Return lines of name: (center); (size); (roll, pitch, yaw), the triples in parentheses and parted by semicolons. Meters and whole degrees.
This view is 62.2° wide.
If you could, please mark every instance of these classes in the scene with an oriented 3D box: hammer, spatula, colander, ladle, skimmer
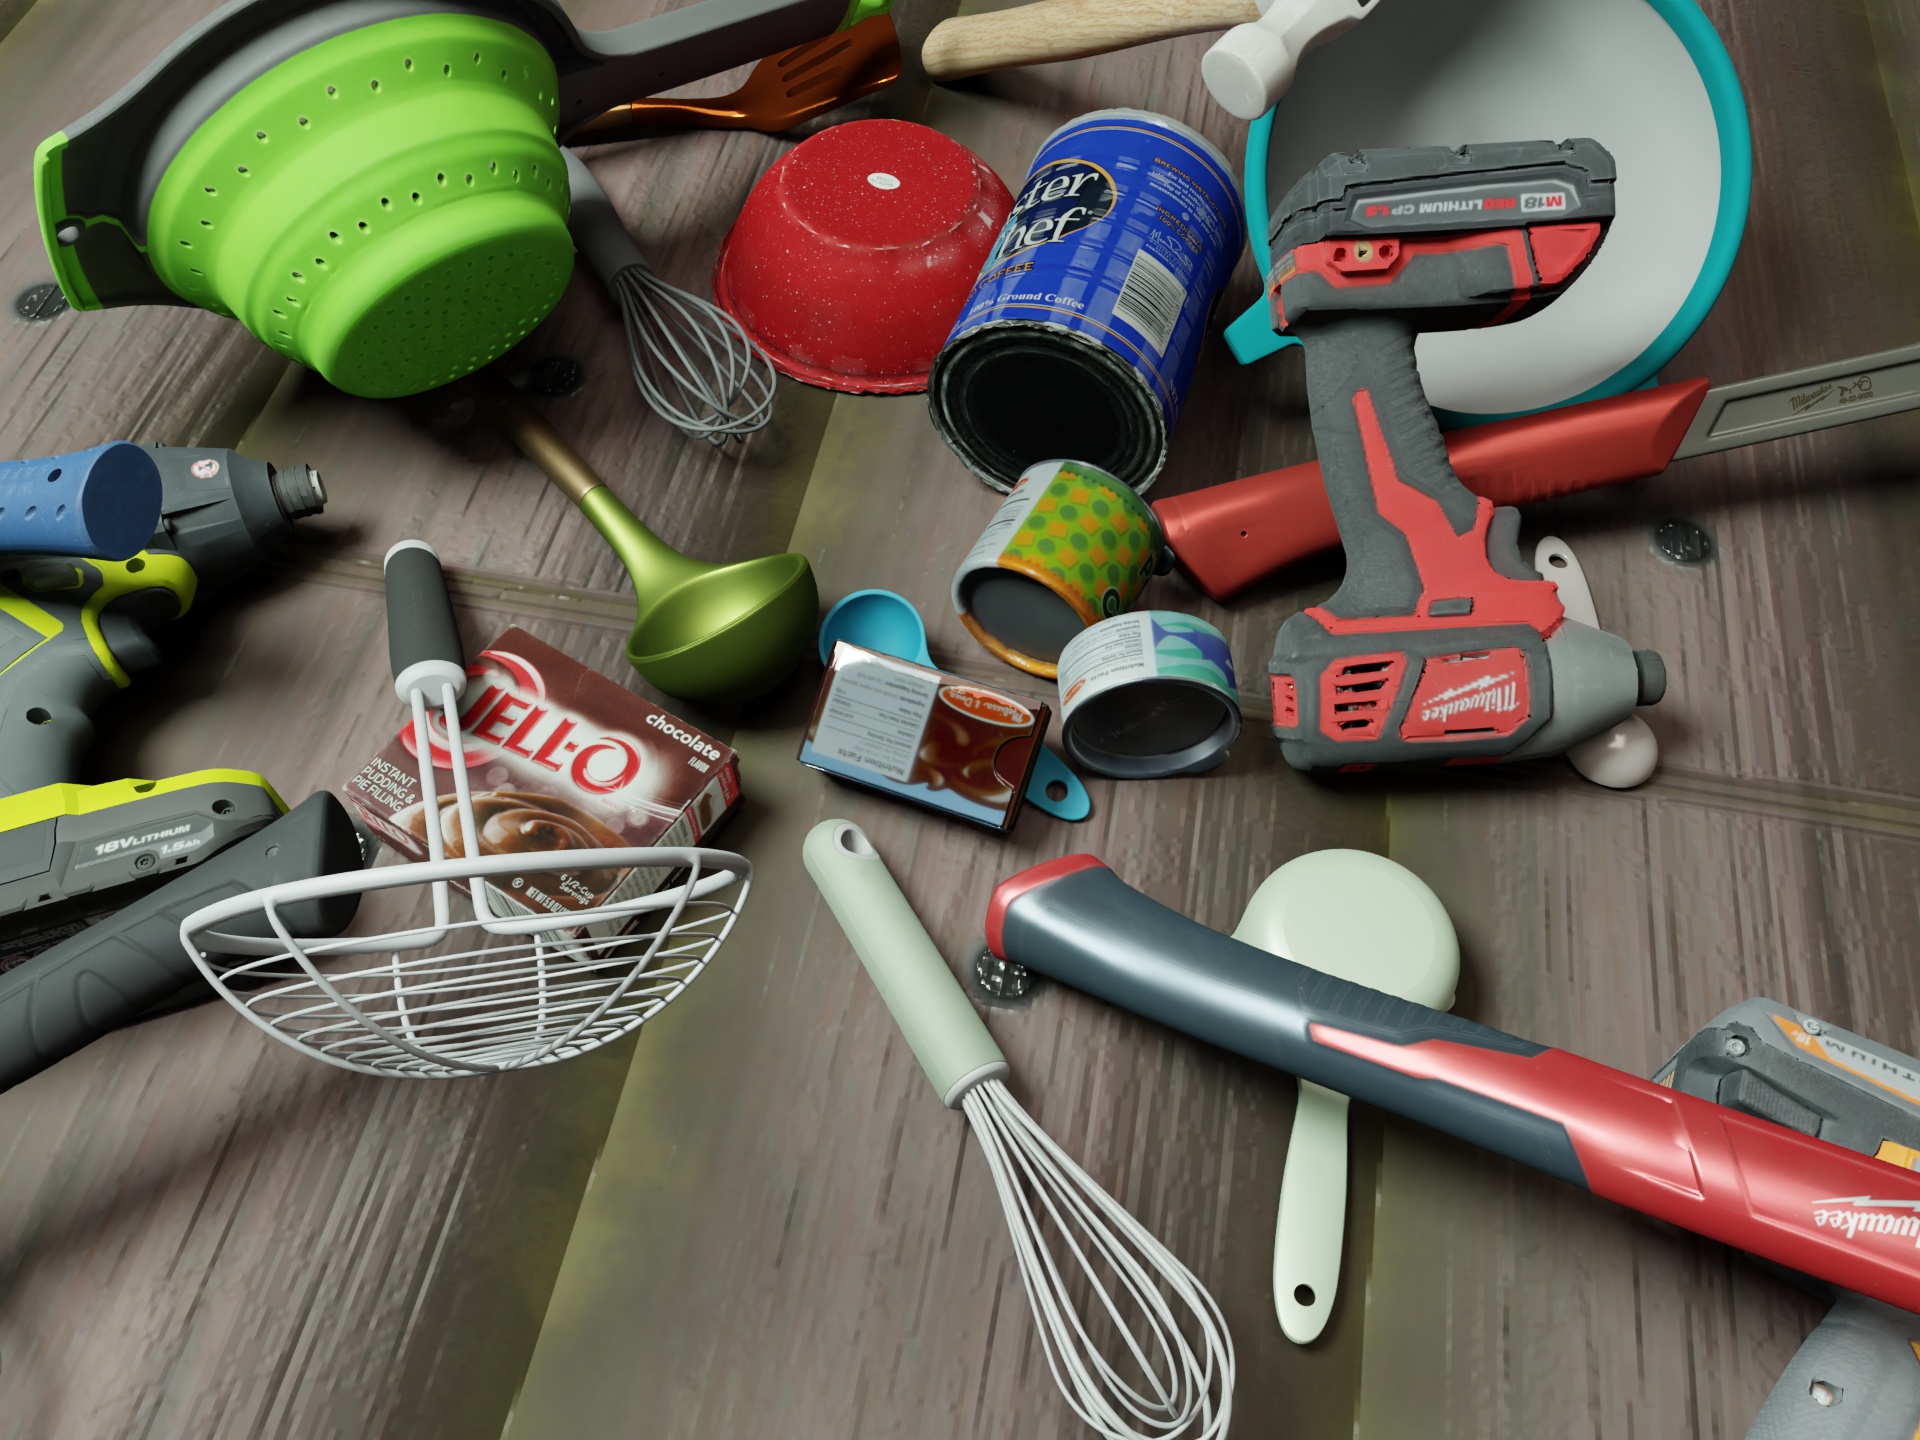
hammer: (-0.325, 0.115, 0.444); (0.335, 0.035, 0.146); (-31, 53, -15)
hammer: (-0.477, -0.068, 0.586); (0.405, 0.035, 0.144); (0, 57, 16)
hammer: (0.072, -0.313, 0.704); (0.130, 0.031, 0.332); (-46, 32, -9)
hammer: (0.165, 0.125, 0.444); (0.386, 0.038, 0.143); (16, 65, 32)
spatula: (-0.191, -0.310, 0.799); (0.322, 0.041, 0.081); (-11, 58, -7)
hammer: (0.254, -0.121, 0.644); (0.359, 0.037, 0.149); (-12, 94, 0)
colander: (-0.161, -0.232, 0.666); (0.397, 0.204, 0.094); (-32, 86, -28)
ladle: (-0.169, -0.115, 0.663); (0.078, 0.062, 0.320); (-35, 61, -20)
skimmer: (-0.158, -0.011, 0.485); (0.127, 0.090, 0.364); (-5, 28, -20)

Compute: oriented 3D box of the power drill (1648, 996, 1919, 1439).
power drill: (0.219, 0.198, 0.448); (0.164, 0.084, 0.227); (22, 62, 15)

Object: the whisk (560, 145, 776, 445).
whisk: (-0.148, -0.202, 0.726); (0.055, 0.055, 0.239); (-25, 56, -16)

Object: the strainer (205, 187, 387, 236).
strainer: (-0.229, -0.282, 0.761); (0.258, 0.050, 0.087); (-24, 49, -5)

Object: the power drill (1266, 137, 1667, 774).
power drill: (0.185, -0.092, 0.589); (0.143, 0.078, 0.219); (-3, 92, 1)

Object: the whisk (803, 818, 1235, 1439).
whisk: (0.009, 0.125, 0.515); (0.057, 0.059, 0.247); (3, 42, -45)

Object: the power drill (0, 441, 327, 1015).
power drill: (-0.310, -0.008, 0.578); (0.171, 0.080, 0.223); (-17, 55, -11)

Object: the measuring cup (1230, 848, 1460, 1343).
measuring cup: (0.123, 0.116, 0.522); (0.083, 0.038, 0.168); (12, 55, 7)

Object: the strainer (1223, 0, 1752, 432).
strainer: (0.235, -0.291, 0.695); (0.211, 0.095, 0.340); (12, 94, -2)

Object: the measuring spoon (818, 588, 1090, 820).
measuring spoon: (-0.001, -0.002, 0.616); (0.129, 0.021, 0.042); (39, 81, 12)

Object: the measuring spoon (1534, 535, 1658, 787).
measuring spoon: (0.250, -0.029, 0.633); (0.034, 0.018, 0.124); (-1, 56, -1)
